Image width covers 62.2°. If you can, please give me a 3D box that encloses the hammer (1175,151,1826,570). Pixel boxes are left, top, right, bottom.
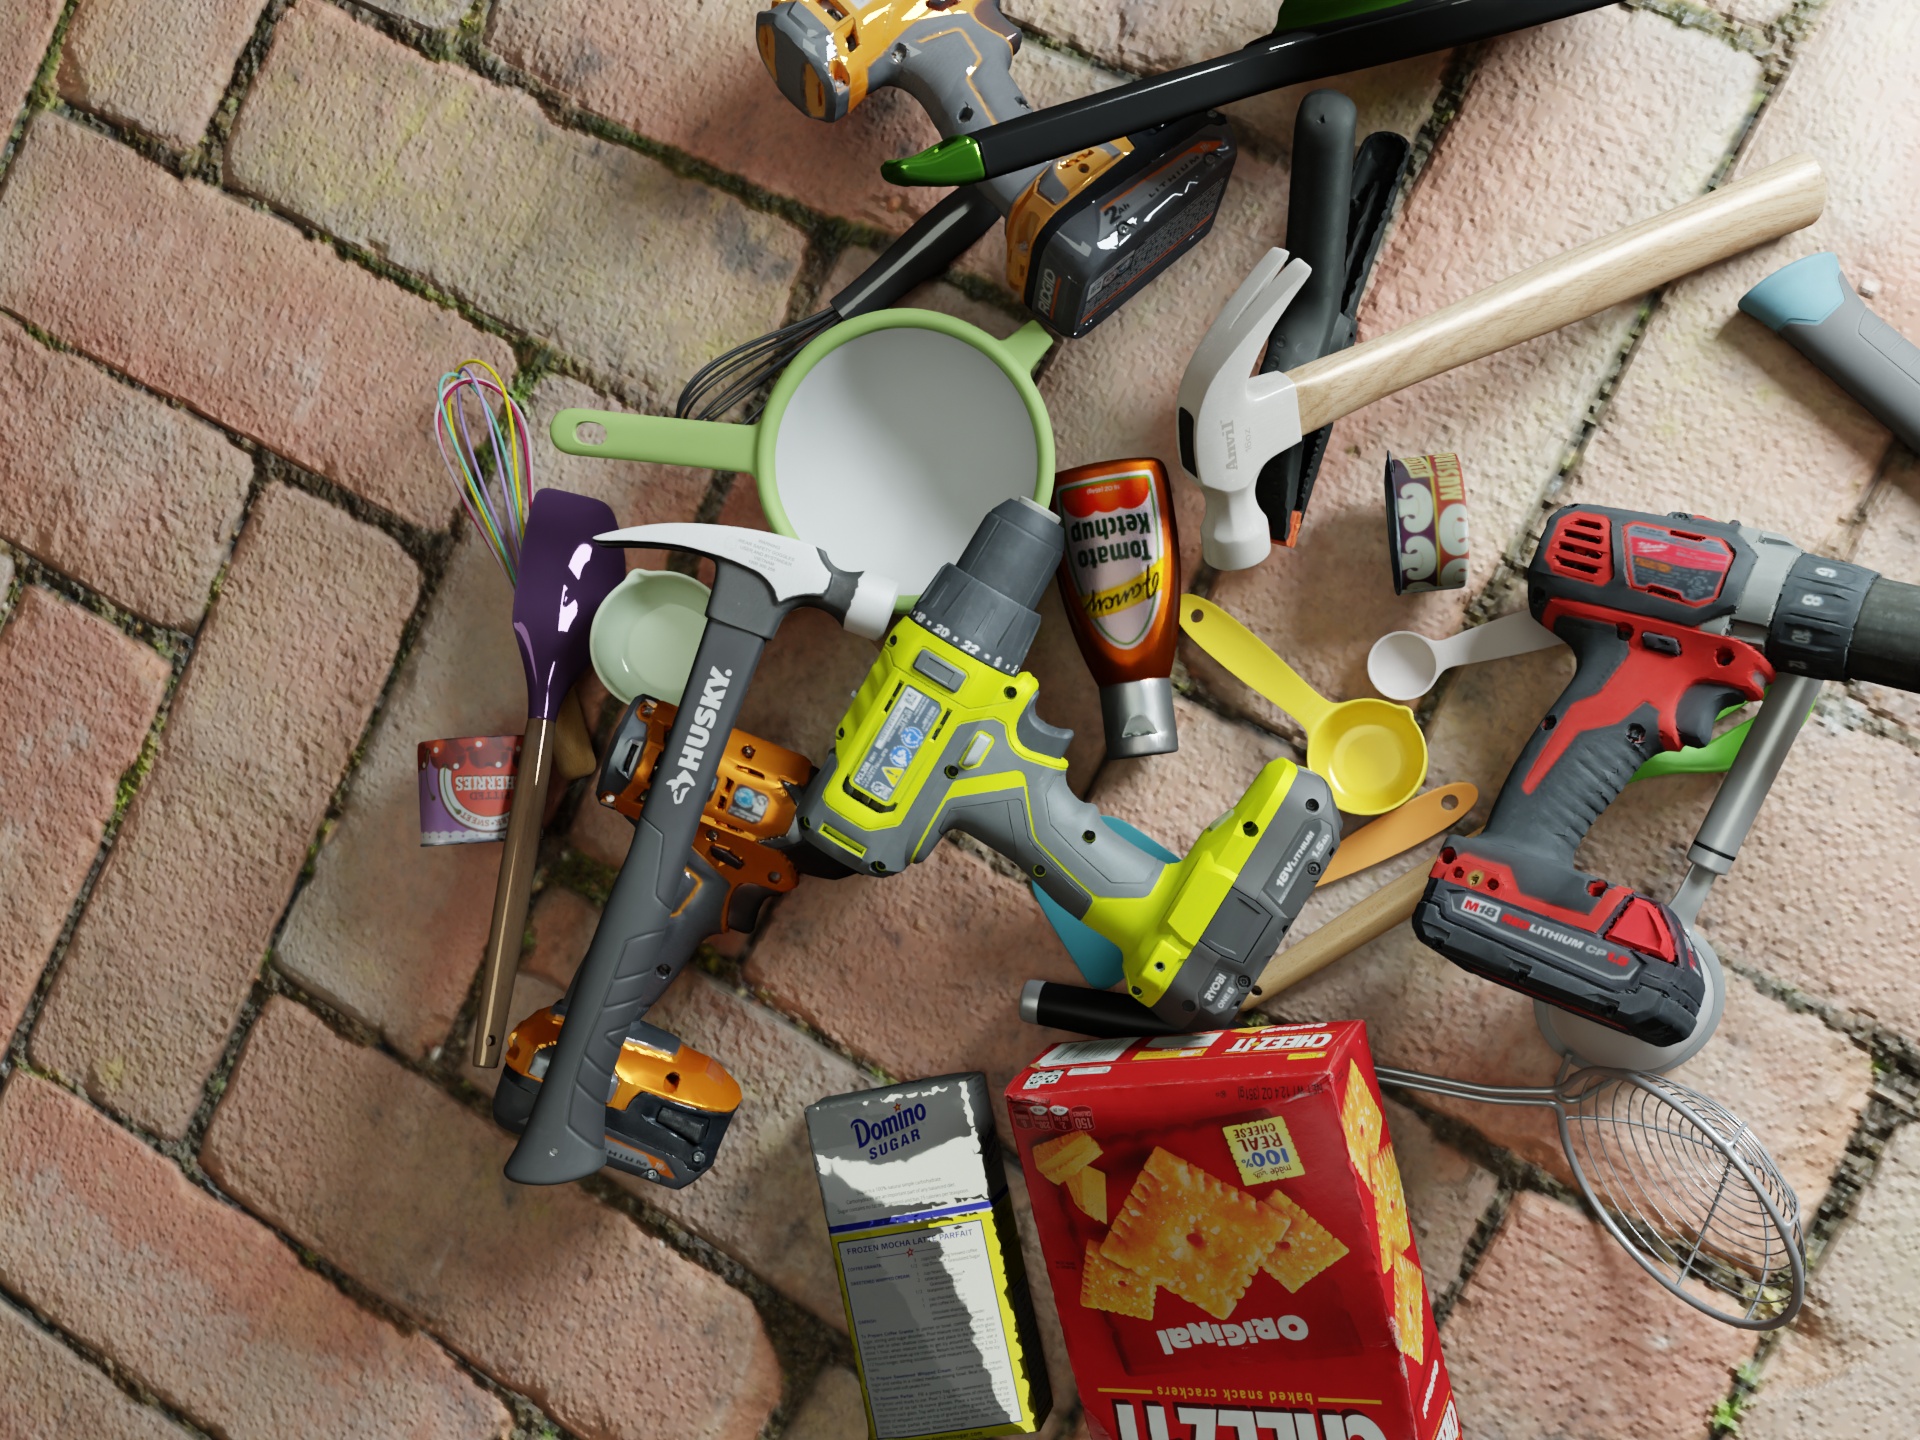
[{"bbox_3d":[0.246,-0.186,0.715,0.331,0.129,0.031,-24,38,-9],"label":"hammer"}]

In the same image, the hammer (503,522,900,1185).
[{"bbox_3d":[-0.152,0.064,0.771,0.146,0.035,0.335,20,88,-6],"label":"hammer"}]

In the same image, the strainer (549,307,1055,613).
[{"bbox_3d":[-0.079,-0.138,0.824,0.256,0.069,0.151,6,100,4],"label":"strainer"}]

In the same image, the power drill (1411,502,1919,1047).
[{"bbox_3d":[0.313,0.022,0.685,0.188,0.080,0.227,20,84,36],"label":"power drill"}]

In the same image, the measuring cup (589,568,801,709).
[{"bbox_3d":[-0.118,-0.057,0.867,0.167,0.038,0.083,-21,86,-5],"label":"measuring cup"}]

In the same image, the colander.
[{"bbox_3d":[0.144,-0.323,0.677,0.397,0.205,0.094,-21,113,-10],"label":"colander"}]

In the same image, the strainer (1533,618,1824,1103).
[{"bbox_3d":[0.337,0.070,0.725,0.087,0.050,0.258,22,99,-1],"label":"strainer"}]

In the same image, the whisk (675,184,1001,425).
[{"bbox_3d":[-0.062,-0.217,0.849,0.239,0.055,0.055,-38,80,6],"label":"whisk"}]

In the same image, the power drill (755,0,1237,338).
[{"bbox_3d":[0.036,-0.325,0.800,0.185,0.084,0.226,-42,79,-14],"label":"power drill"}]

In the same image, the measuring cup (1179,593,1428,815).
[{"bbox_3d":[0.168,-0.012,0.800,0.157,0.029,0.062,44,99,23],"label":"measuring cup"}]

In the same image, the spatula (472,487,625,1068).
[{"bbox_3d":[-0.226,0.026,0.853,0.059,0.018,0.316,13,74,-24],"label":"spatula"}]

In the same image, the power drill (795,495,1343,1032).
[{"bbox_3d":[0.059,0.022,0.751,0.228,0.080,0.190,31,96,5],"label":"power drill"}]

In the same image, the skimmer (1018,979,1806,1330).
[{"bbox_3d":[0.194,0.190,0.747,0.363,0.127,0.090,9,46,18],"label":"skimmer"}]

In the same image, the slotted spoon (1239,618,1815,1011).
[{"bbox_3d":[0.263,0.053,0.769,0.313,0.031,0.070,-35,83,12],"label":"slotted spoon"}]

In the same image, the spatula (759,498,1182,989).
[{"bbox_3d":[-0.001,-0.003,0.828,0.082,0.044,0.318,-42,78,9],"label":"spatula"}]

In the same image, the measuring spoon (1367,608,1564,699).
[{"bbox_3d":[0.261,-0.038,0.781,0.124,0.018,0.034,-15,82,6],"label":"measuring spoon"}]

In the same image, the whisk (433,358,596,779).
[{"bbox_3d":[-0.246,-0.086,0.891,0.047,0.051,0.245,-17,87,7],"label":"whisk"}]

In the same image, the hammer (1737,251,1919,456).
[{"bbox_3d":[0.491,-0.093,0.714,0.128,0.033,0.331,-45,79,8],"label":"hammer"}]

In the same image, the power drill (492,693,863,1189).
[{"bbox_3d":[-0.133,0.119,0.828,0.164,0.084,0.226,21,92,-5],"label":"power drill"}]

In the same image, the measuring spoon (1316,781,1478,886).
[{"bbox_3d":[0.204,0.061,0.793,0.117,0.011,0.021,-29,92,8],"label":"measuring spoon"}]
